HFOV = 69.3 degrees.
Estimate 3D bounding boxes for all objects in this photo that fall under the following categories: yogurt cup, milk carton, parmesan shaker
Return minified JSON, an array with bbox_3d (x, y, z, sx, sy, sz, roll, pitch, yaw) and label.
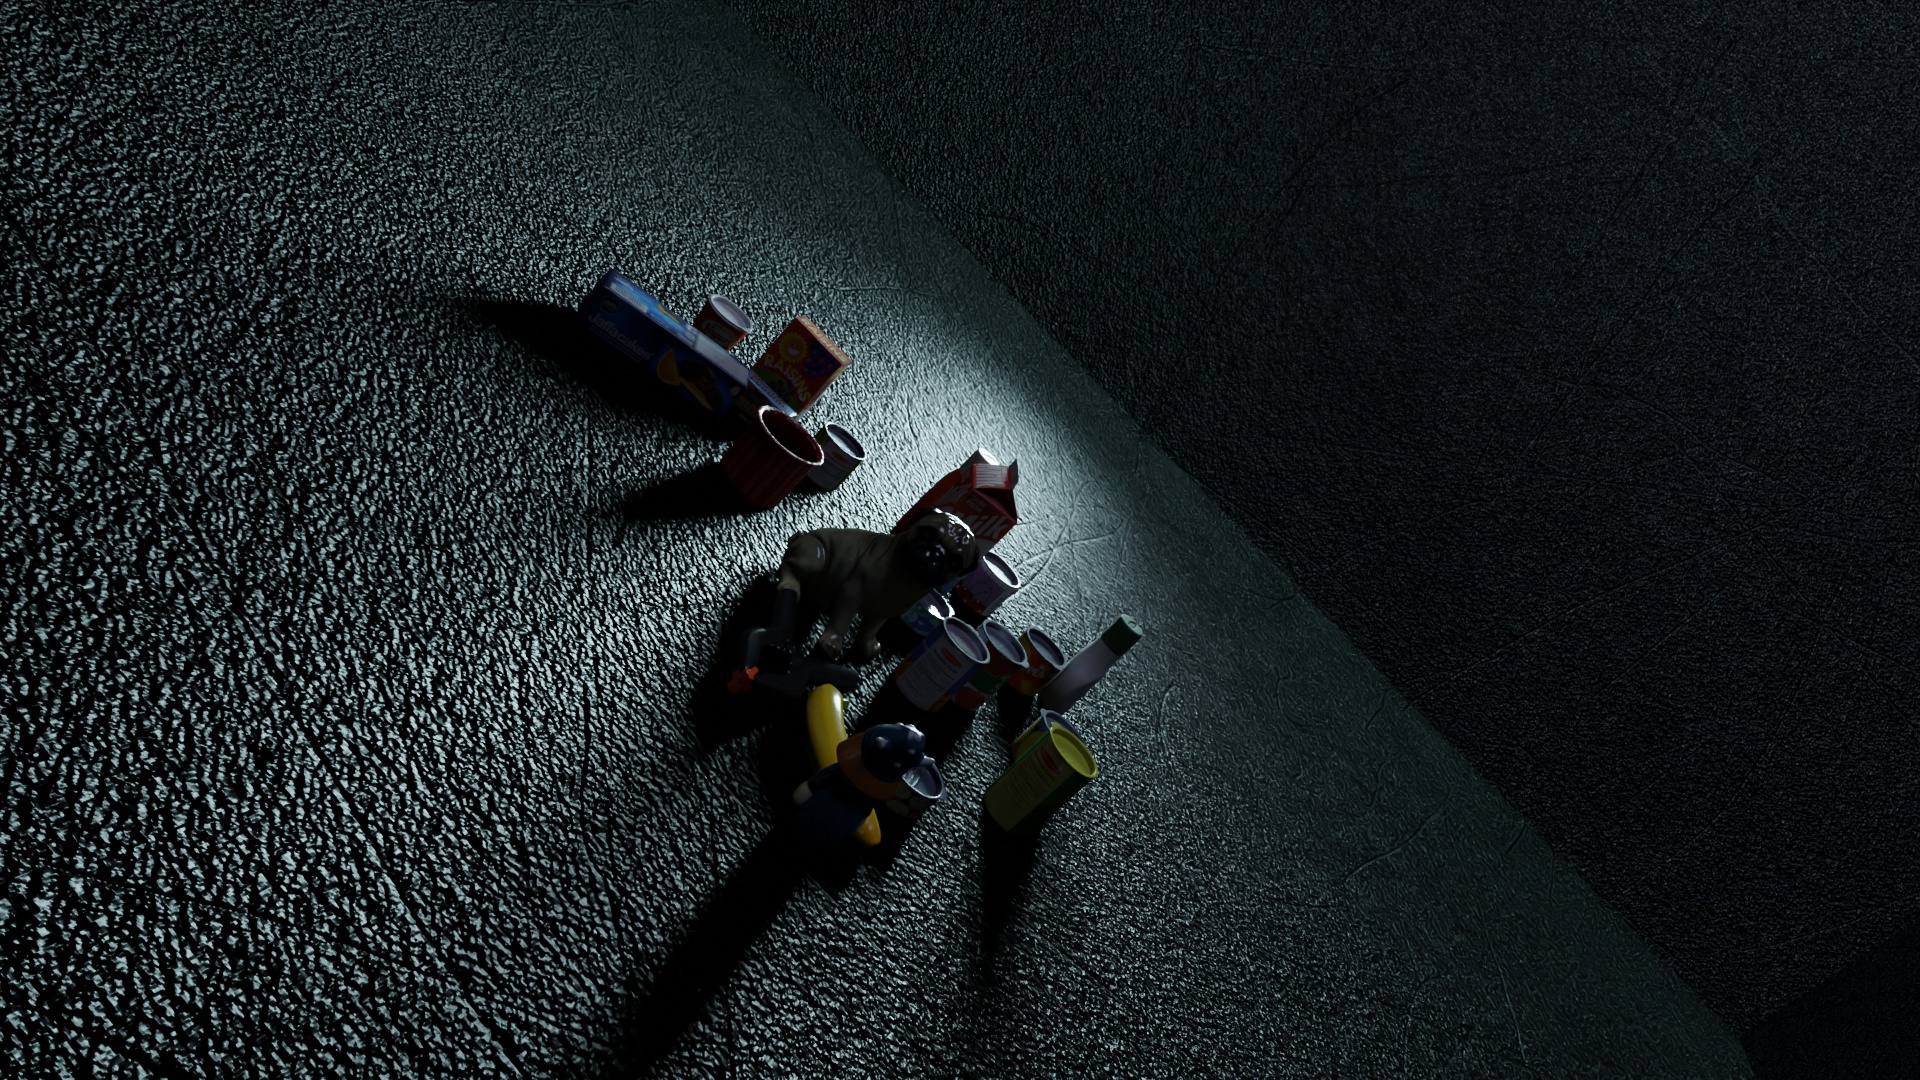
[{"bbox_3d":[-0.308,-0.273,1.776,0.072,0.053,0.073,39,20,-17],"label":"yogurt cup"},{"bbox_3d":[0.006,-0.021,1.683,0.073,0.190,0.072,38,20,-18],"label":"milk carton"},{"bbox_3d":[0.080,0.245,1.417,0.071,0.103,0.071,39,20,-17],"label":"parmesan shaker"}]

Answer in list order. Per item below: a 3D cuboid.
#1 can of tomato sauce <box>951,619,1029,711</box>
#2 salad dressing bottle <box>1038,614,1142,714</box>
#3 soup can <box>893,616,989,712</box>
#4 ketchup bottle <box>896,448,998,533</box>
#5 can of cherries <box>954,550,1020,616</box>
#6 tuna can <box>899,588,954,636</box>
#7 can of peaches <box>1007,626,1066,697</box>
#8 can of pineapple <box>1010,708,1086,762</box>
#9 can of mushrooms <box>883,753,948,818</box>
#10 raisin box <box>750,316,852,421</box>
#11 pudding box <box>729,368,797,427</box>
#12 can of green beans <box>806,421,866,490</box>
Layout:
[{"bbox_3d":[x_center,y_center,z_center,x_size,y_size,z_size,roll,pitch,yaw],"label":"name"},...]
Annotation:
[{"bbox_3d":[0.024,0.141,1.549,0.071,0.083,0.071,39,20,-17],"label":"can of tomato sauce"},{"bbox_3d":[0.160,0.152,1.703,0.044,0.147,0.064,49,19,14],"label":"salad dressing bottle"},{"bbox_3d":[-0.020,0.132,1.479,0.071,0.083,0.071,39,20,-17],"label":"soup can"},{"bbox_3d":[-0.014,-0.056,1.777,0.065,0.148,0.044,18,32,-53],"label":"ketchup bottle"},{"bbox_3d":[0.032,0.053,1.782,0.071,0.058,0.072,39,20,-17],"label":"can of cherries"},{"bbox_3d":[-0.043,0.079,1.617,0.071,0.032,0.071,39,20,-17],"label":"tuna can"},{"bbox_3d":[0.087,0.150,1.694,0.071,0.058,0.071,39,20,-17],"label":"can of peaches"},{"bbox_3d":[0.097,0.231,1.548,0.071,0.057,0.071,39,20,-17],"label":"can of pineapple"},{"bbox_3d":[-0.048,0.227,1.302,0.071,0.033,0.071,39,20,-17],"label":"can of mushrooms"},{"bbox_3d":[-0.209,-0.207,1.736,0.086,0.123,0.040,45,19,2],"label":"raisin box"},{"bbox_3d":[-0.245,-0.163,1.682,0.084,0.049,0.030,45,19,1],"label":"pudding box"},{"bbox_3d":[-0.160,-0.104,1.721,0.071,0.057,0.071,39,20,-17],"label":"can of green beans"}]
